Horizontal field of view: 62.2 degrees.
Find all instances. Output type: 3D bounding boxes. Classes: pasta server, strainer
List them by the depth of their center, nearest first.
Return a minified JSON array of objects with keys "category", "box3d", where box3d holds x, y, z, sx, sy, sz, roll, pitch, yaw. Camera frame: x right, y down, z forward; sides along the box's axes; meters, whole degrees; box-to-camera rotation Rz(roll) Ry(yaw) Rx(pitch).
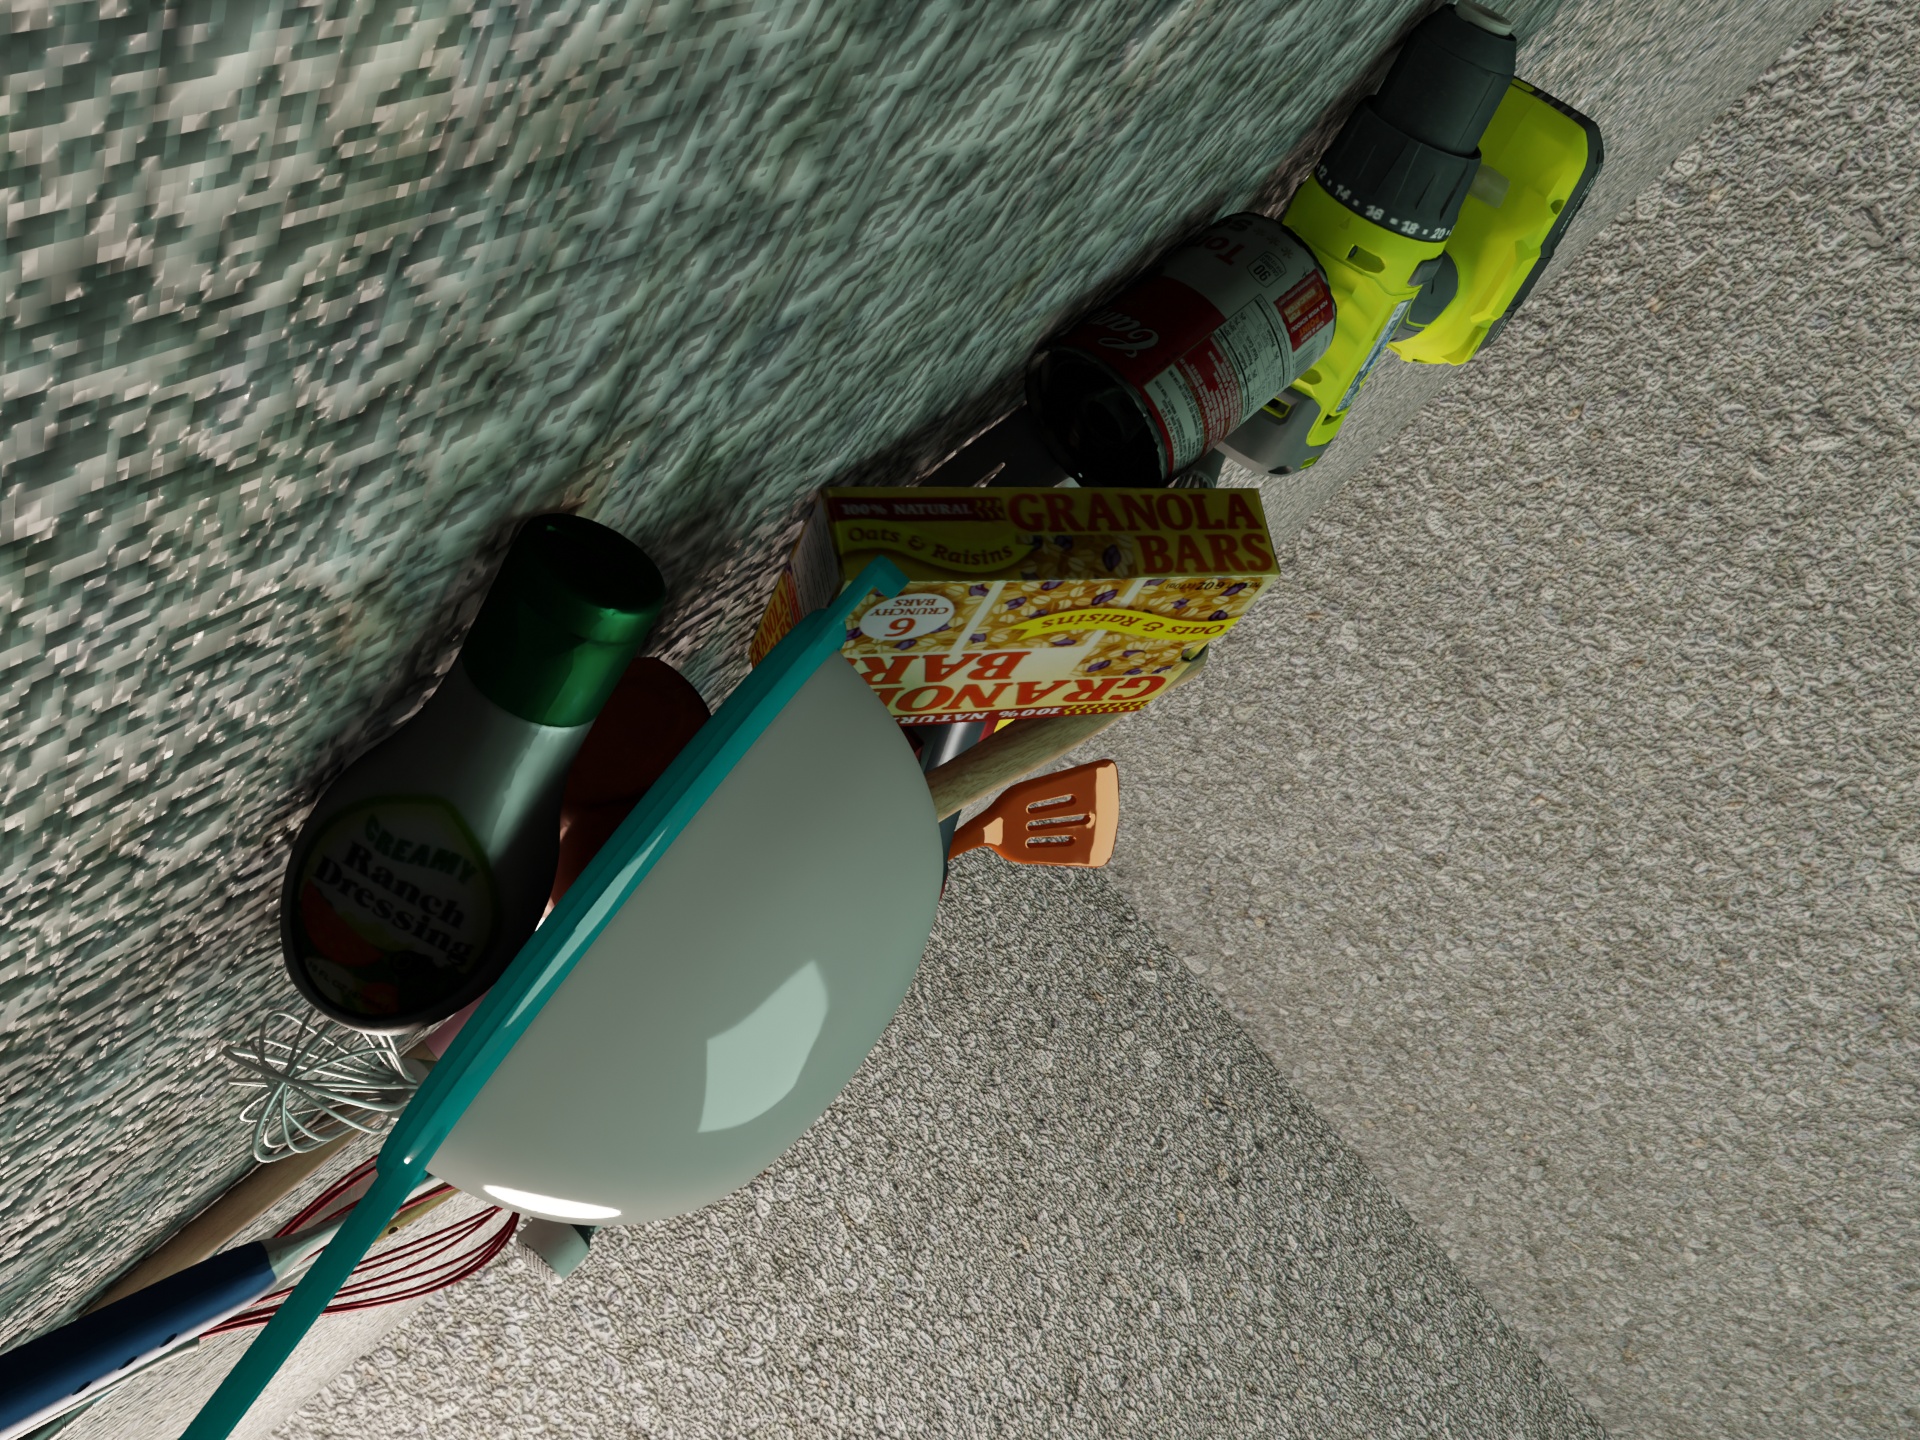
[{"category":"strainer","box3d":[-0.102,0.120,0.452,0.340,0.095,0.211,-55,-175,-30]},{"category":"pasta server","box3d":[-0.265,0.179,0.744,0.316,0.040,0.060,-39,161,-16]}]

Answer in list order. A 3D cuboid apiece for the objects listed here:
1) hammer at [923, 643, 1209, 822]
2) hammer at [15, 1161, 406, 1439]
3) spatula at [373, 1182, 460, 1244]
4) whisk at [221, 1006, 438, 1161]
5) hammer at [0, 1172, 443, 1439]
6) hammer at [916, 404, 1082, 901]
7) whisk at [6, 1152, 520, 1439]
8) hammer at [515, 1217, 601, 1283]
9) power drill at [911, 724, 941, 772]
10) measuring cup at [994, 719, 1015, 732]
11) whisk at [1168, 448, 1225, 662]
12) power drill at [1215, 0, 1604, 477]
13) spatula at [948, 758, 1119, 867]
[{"category":"hammer","box3d":[0.028,0.015,0.761,0.331,0.031,0.130,-28,153,-48]},{"category":"hammer","box3d":[-0.410,0.311,0.715,0.128,0.033,0.331,-35,178,40]},{"category":"spatula","box3d":[-0.206,0.196,0.926,0.317,0.044,0.082,-32,146,-27]},{"category":"whisk","box3d":[-0.221,0.144,0.624,0.246,0.059,0.058,94,16,-76]},{"category":"hammer","box3d":[-0.230,0.182,0.553,0.405,0.035,0.144,-23,171,-31]},{"category":"hammer","box3d":[-0.001,-0.002,0.771,0.143,0.038,0.386,-37,159,-36]},{"category":"whisk","box3d":[-0.314,0.252,0.689,0.295,0.073,0.073,-17,159,-42]},{"category":"hammer","box3d":[-0.153,0.141,0.764,0.149,0.036,0.408,-44,162,-36]},{"category":"power drill","box3d":[0.000,0.002,1.024,0.223,0.080,0.171,-47,172,15]},{"category":"measuring cup","box3d":[-0.010,0.002,1.156,0.029,0.062,0.156,3,156,-40]},{"category":"whisk","box3d":[0.114,-0.111,0.764,0.055,0.055,0.239,-48,-165,45]},{"category":"power drill","box3d":[0.202,-0.218,0.697,0.228,0.080,0.190,-33,155,-49]},{"category":"spatula","box3d":[-0.037,0.096,0.953,0.322,0.041,0.081,-19,123,-34]}]
